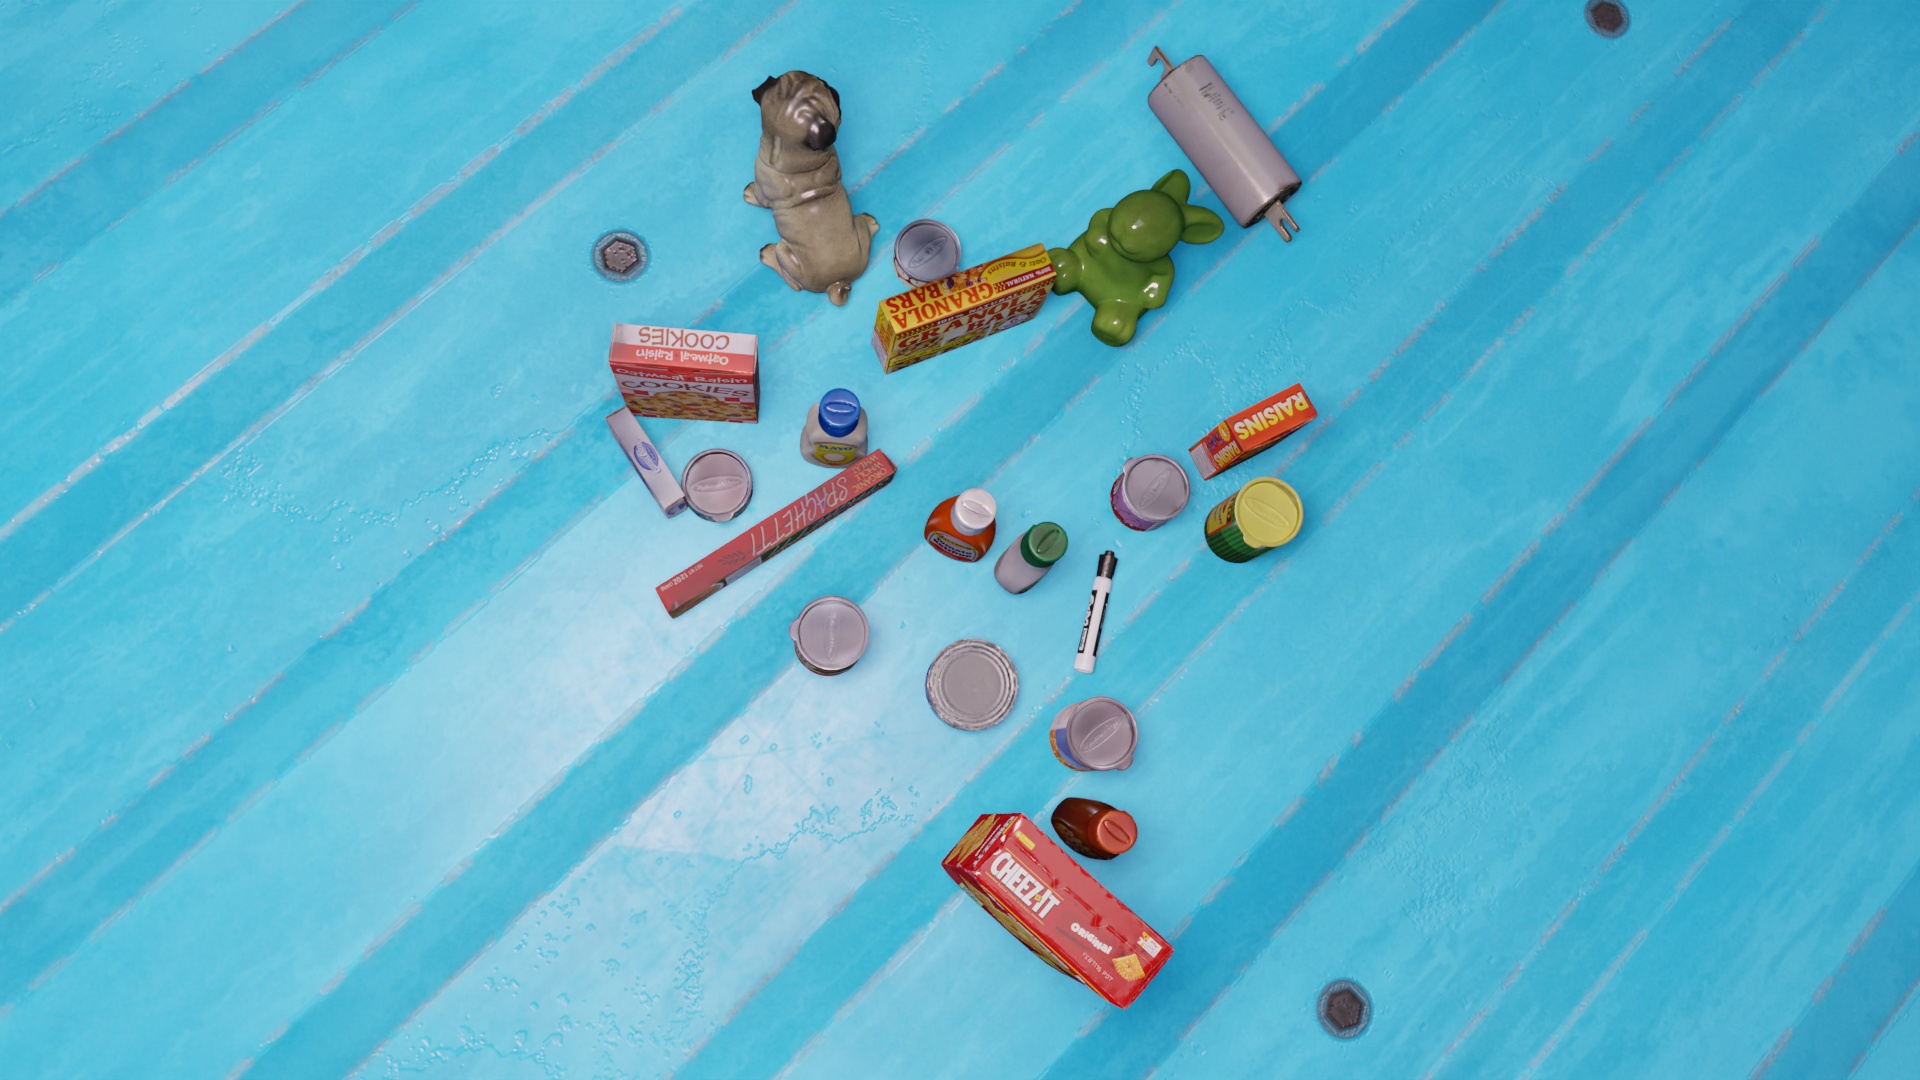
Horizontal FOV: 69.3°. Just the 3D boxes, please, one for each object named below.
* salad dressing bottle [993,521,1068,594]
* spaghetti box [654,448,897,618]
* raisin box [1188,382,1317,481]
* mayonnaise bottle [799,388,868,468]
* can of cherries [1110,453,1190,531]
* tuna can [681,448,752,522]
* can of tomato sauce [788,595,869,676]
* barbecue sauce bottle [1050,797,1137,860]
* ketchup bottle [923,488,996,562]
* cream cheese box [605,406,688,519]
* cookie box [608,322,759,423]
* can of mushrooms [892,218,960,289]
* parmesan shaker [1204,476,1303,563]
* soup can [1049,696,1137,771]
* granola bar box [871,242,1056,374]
[{"bbox_3d":[0.066,0.014,1.277,0.044,0.147,0.064,43,77,2],"label":"salad dressing bottle"},{"bbox_3d":[-0.170,-0.007,1.300,0.251,0.050,0.028,-33,85,-12],"label":"spaghetti box"},{"bbox_3d":[0.280,-0.103,1.341,0.086,0.123,0.040,-26,84,-11],"label":"raisin box"},{"bbox_3d":[-0.114,-0.102,1.276,0.065,0.147,0.041,4,79,-7],"label":"mayonnaise bottle"},{"bbox_3d":[0.182,-0.048,1.350,0.071,0.058,0.071,1,79,-7],"label":"can of cherries"},{"bbox_3d":[-0.228,-0.049,1.310,0.071,0.032,0.071,1,79,-7],"label":"tuna can"},{"bbox_3d":[-0.121,0.089,1.271,0.071,0.083,0.071,1,79,-7],"label":"can of tomato sauce"},{"bbox_3d":[0.123,0.257,1.236,0.065,0.148,0.044,40,77,1],"label":"barbecue sauce bottle"},{"bbox_3d":[0.005,-0.016,1.274,0.065,0.148,0.043,25,77,-2],"label":"ketchup bottle"},{"bbox_3d":[-0.292,-0.071,1.295,0.024,0.053,0.104,-33,85,-12],"label":"cream cheese box"},{"bbox_3d":[-0.245,-0.147,1.258,0.123,0.167,0.040,3,79,-7],"label":"cookie box"},{"bbox_3d":[-0.032,-0.281,1.381,0.071,0.033,0.071,1,79,-7],"label":"can of mushrooms"},{"bbox_3d":[0.278,-0.016,1.334,0.071,0.103,0.071,1,79,-7],"label":"parmesan shaker"},{"bbox_3d":[0.123,0.183,1.284,0.071,0.083,0.071,1,79,-7],"label":"soup can"},{"bbox_3d":[0.001,-0.219,1.327,0.166,0.124,0.039,-22,83,-11],"label":"granola bar box"}]
